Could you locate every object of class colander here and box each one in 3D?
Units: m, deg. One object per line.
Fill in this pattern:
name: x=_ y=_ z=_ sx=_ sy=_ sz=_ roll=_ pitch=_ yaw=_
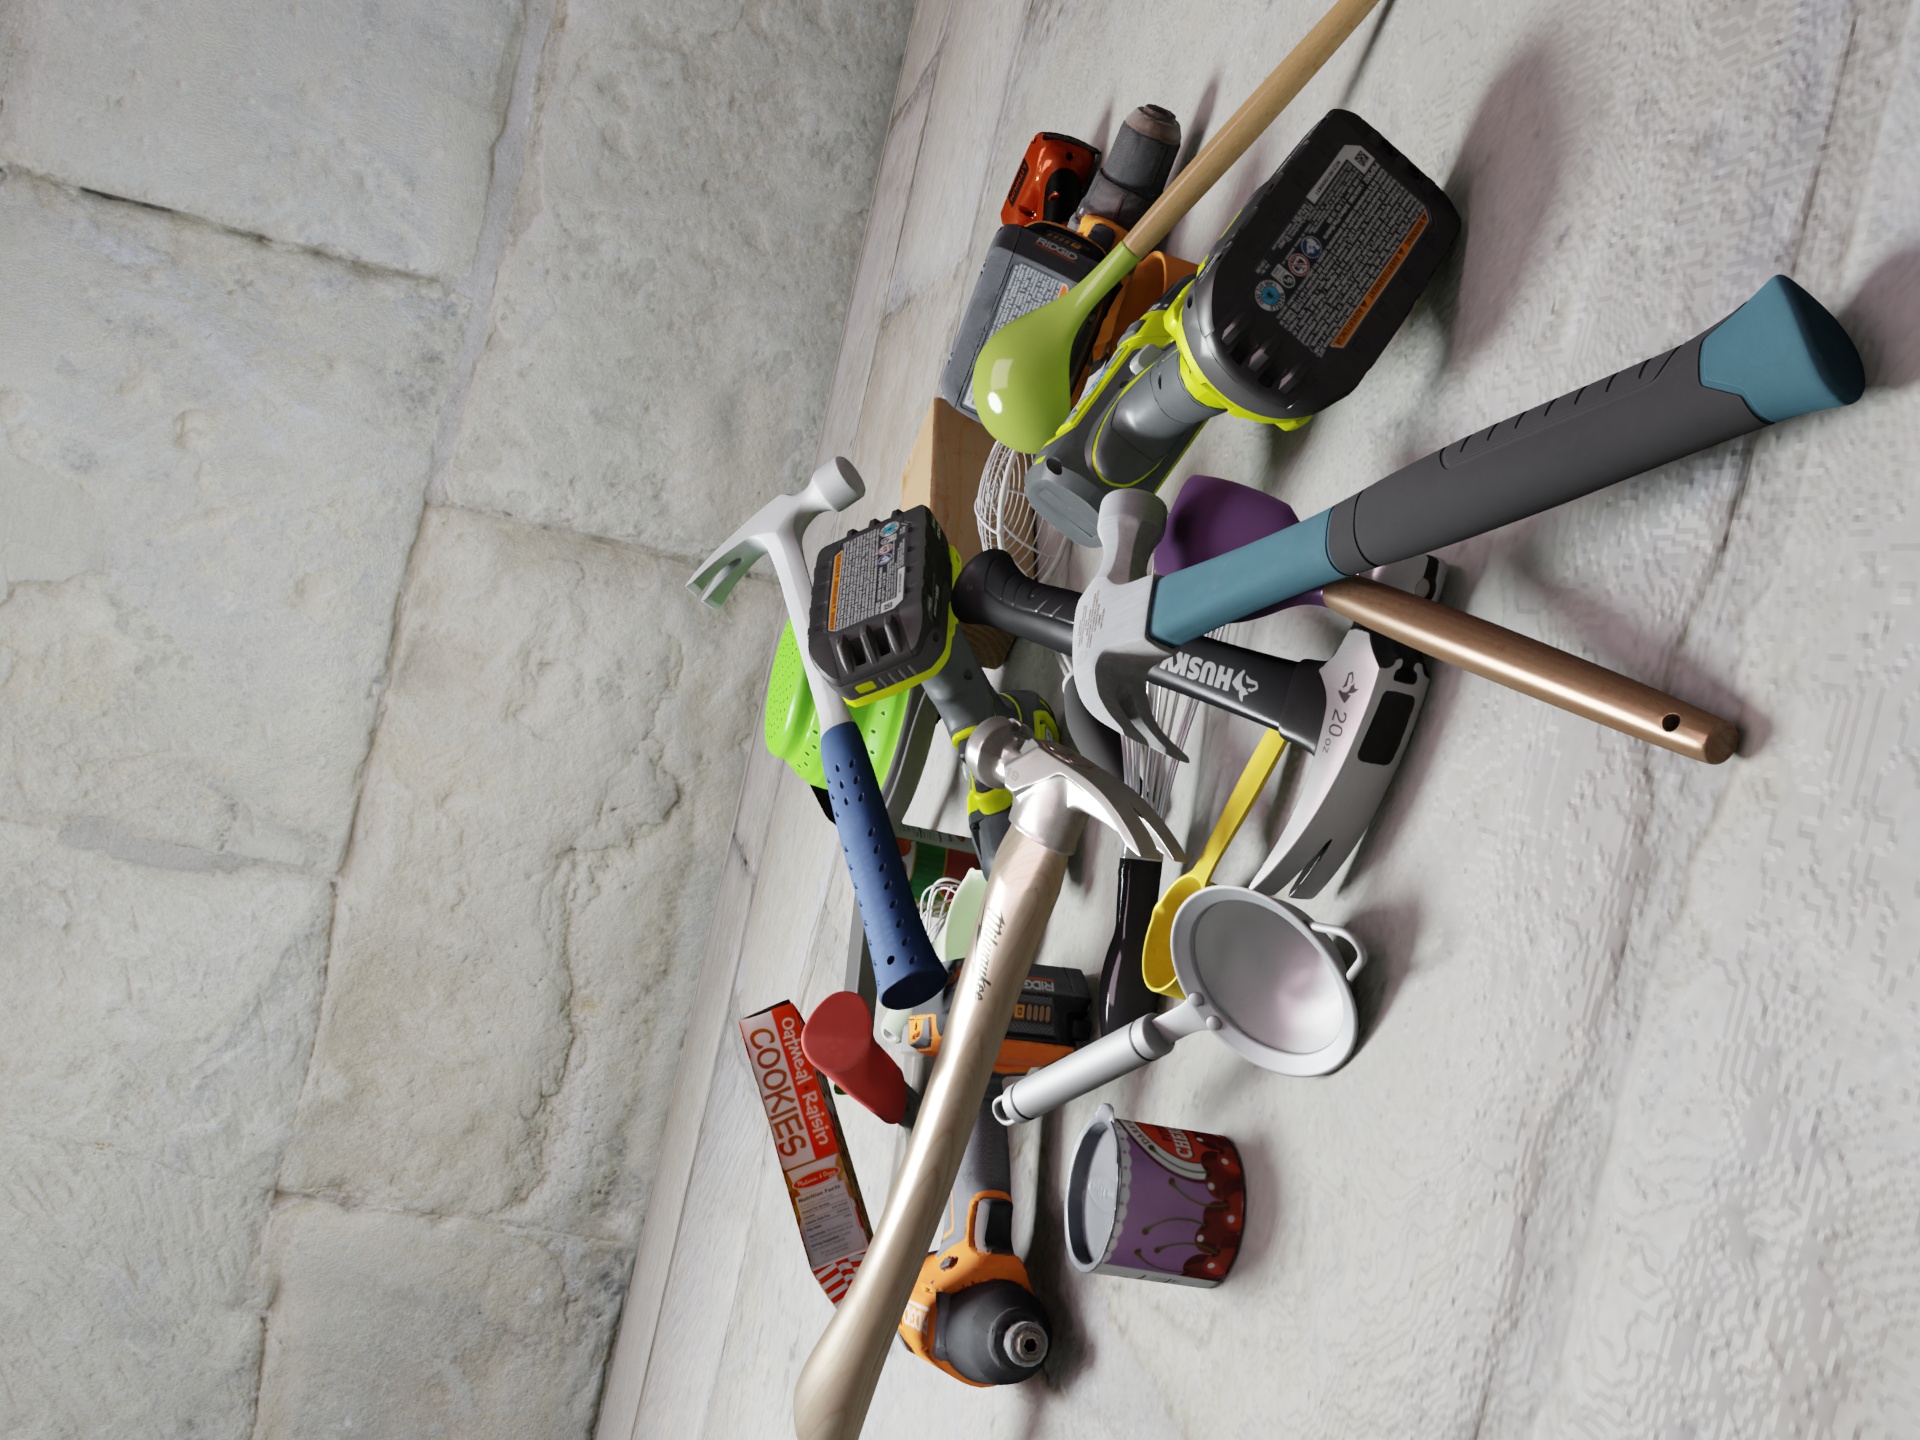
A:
colander: x=-0.091 y=0.056 z=1.115 sx=0.204 sy=0.094 sz=0.397 roll=141 pitch=138 yaw=-65

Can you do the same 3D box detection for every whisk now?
whisk: x=0.095 y=0.032 z=0.815 sx=0.070 sy=0.070 sz=0.285 roll=167 pitch=110 yaw=-76
whisk: x=-0.024 y=0.188 z=1.206 sx=0.059 sy=0.058 sz=0.246 roll=-45 pitch=-13 yaw=-36

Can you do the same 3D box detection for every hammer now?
hammer: x=-0.004 y=0.212 z=0.821 sx=0.146 sy=0.038 sz=0.410 roll=34 pitch=109 yaw=51
hammer: x=-0.050 y=0.238 z=0.992 sx=0.358 sy=0.037 sz=0.149 roll=74 pitch=-159 yaw=-69
hammer: x=-0.084 y=0.003 z=1.010 sx=0.144 sy=0.035 sz=0.406 roll=-32 pitch=50 yaw=16
hammer: x=0.145 y=-0.069 z=0.554 sx=0.331 sy=0.033 sz=0.128 roll=-22 pitch=52 yaw=55
hammer: x=0.084 y=-0.029 z=0.750 sx=0.335 sy=0.035 sz=0.146 roll=26 pitch=103 yaw=58

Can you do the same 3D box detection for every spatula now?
spatula: x=0.151 y=-0.039 z=0.578 sx=0.060 sy=0.018 sz=0.316 roll=-67 pitch=27 yaw=8

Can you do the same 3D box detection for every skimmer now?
skimmer: x=0.082 y=-0.068 z=0.989 sx=0.364 sy=0.090 sz=0.127 roll=-111 pitch=7 yaw=-48

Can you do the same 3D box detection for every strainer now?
strainer: x=0.087 y=0.130 z=0.679 sx=0.050 sy=0.087 sz=0.258 roll=-30 pitch=-7 yaw=-45

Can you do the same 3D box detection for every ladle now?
ladle: x=0.118 y=-0.269 z=0.857 sx=0.320 sy=0.062 sz=0.078 roll=-44 pitch=56 yaw=26

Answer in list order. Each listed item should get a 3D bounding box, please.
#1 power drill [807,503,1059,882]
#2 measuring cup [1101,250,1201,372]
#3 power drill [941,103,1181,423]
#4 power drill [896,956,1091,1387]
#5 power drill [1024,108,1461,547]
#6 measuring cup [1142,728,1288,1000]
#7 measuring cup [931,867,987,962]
power drill: x=-0.002 y=-0.003 z=0.961 sx=0.080 sy=0.223 sz=0.171 roll=-22 pitch=37 yaw=17
measuring cup: x=0.113 y=-0.204 z=0.961 sx=0.173 sy=0.052 sz=0.095 roll=121 pitch=157 yaw=-59
power drill: x=0.077 y=-0.292 z=1.022 sx=0.185 sy=0.084 sz=0.226 roll=-67 pitch=-7 yaw=32
power drill: x=0.018 y=0.251 z=0.889 sx=0.164 sy=0.084 sz=0.227 roll=147 pitch=130 yaw=-69
power drill: x=0.130 y=-0.188 z=0.753 sx=0.190 sy=0.080 sz=0.228 roll=-54 pitch=9 yaw=-15
measuring cup: x=0.130 y=0.058 z=0.725 sx=0.156 sy=0.029 sz=0.062 roll=-64 pitch=14 yaw=9
measuring cup: x=0.002 y=0.158 z=1.081 sx=0.167 sy=0.038 sz=0.083 roll=134 pitch=145 yaw=-54
